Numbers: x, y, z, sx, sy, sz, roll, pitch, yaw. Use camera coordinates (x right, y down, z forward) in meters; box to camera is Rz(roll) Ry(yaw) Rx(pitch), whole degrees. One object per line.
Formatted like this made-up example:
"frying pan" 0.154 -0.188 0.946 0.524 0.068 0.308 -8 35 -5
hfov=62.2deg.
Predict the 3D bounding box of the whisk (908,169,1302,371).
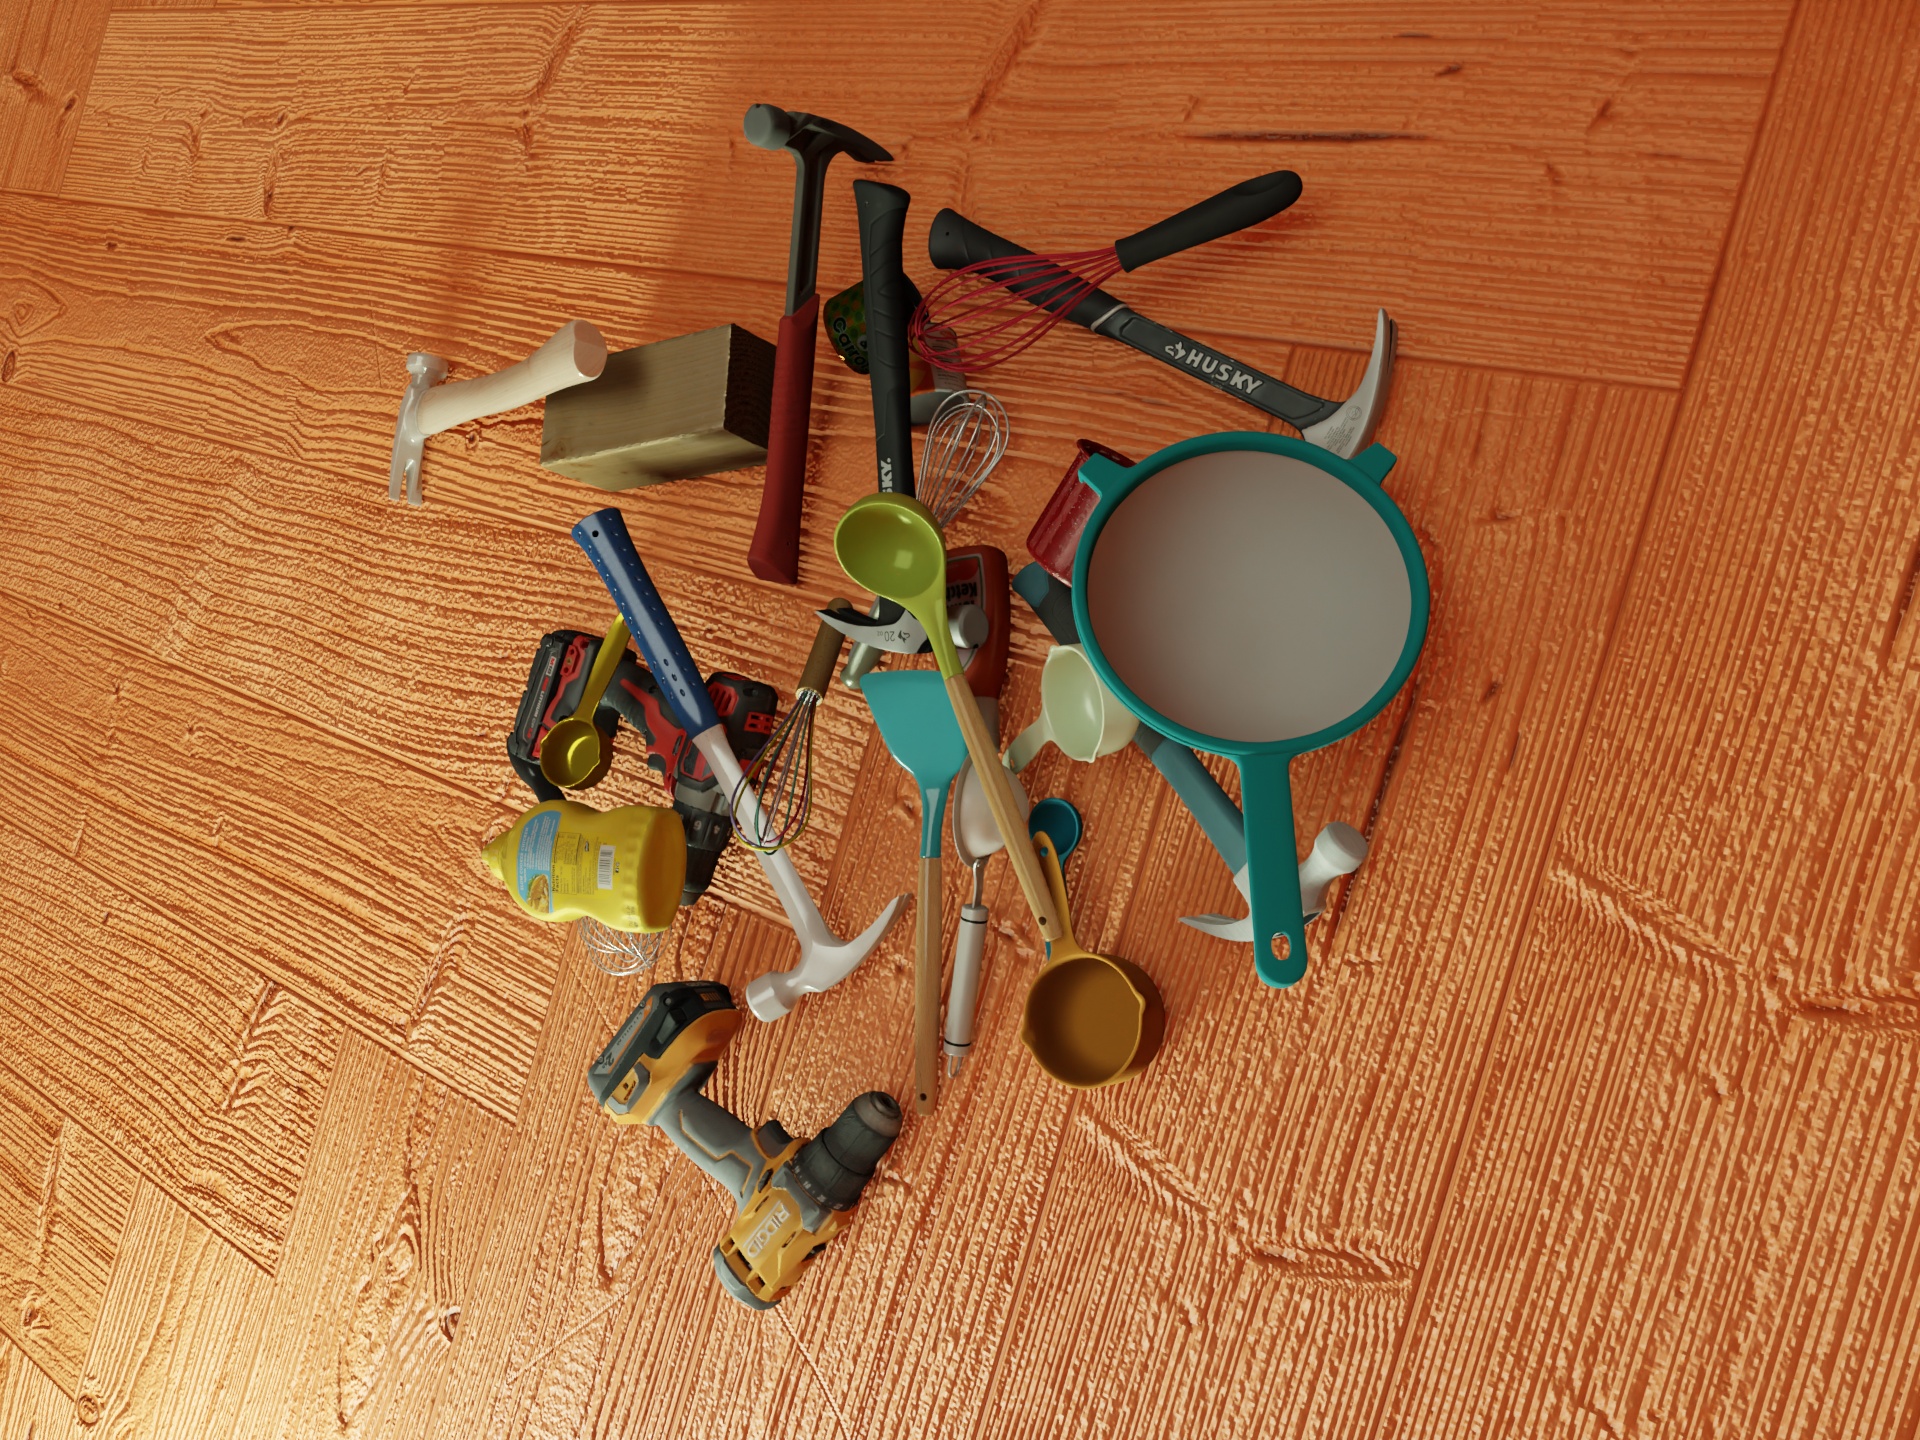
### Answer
"whisk" 0.094 -0.313 1.100 0.296 0.073 0.073 -17 73 23

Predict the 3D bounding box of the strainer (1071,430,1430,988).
"strainer" 0.175 -0.004 0.960 0.211 0.095 0.341 -2 72 2

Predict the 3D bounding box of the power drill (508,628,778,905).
"power drill" -0.261 0.032 1.298 0.227 0.080 0.188 19 93 31

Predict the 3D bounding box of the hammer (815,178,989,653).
"hammer" -0.052 -0.215 1.134 0.146 0.035 0.335 1 97 43

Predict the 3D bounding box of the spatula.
"spatula" -0.028 0.123 1.126 0.082 0.044 0.317 1 90 21

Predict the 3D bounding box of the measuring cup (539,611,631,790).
"measuring cup" -0.285 -0.018 1.268 0.062 0.029 0.156 16 79 27

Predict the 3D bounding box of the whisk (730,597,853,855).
"whisk" -0.113 0.000 1.165 0.047 0.051 0.245 -11 43 27

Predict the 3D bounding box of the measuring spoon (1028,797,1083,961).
"measuring spoon" 0.071 0.117 1.104 0.042 0.021 0.128 -2 89 37

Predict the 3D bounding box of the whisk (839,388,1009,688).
"whisk" -0.033 -0.133 1.195 0.059 0.058 0.246 26 103 -2

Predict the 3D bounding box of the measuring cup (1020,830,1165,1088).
"measuring cup" 0.083 0.159 1.065 0.095 0.052 0.174 -23 68 28

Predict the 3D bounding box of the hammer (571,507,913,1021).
"hammer" -0.182 0.016 1.203 0.144 0.035 0.406 -31 80 12

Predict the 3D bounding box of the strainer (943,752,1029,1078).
"strainer" 0.014 0.127 1.110 0.050 0.087 0.258 11 99 25

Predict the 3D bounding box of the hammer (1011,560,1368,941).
"hammer" 0.130 0.007 1.057 0.331 0.033 0.128 56 129 31

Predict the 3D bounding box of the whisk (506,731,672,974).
"whisk" -0.321 0.103 1.338 0.070 0.070 0.285 -50 55 16

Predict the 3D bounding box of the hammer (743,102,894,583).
"hammer" -0.124 -0.288 1.259 0.037 0.149 0.359 10 99 34

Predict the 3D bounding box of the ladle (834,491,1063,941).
"ladle" -0.002 -0.003 1.056 0.078 0.062 0.320 -27 80 33

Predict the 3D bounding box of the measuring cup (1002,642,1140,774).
"measuring cup" 0.072 0.003 1.079 0.167 0.038 0.083 -48 57 60

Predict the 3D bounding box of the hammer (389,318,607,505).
"hammer" -0.415 -0.278 1.399 0.411 0.038 0.146 3 84 53

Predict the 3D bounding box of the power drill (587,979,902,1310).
"power drill" -0.157 0.291 1.182 0.226 0.084 0.185 45 106 26

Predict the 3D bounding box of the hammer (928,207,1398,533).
"hammer" 0.123 -0.283 1.126 0.409 0.036 0.149 36 101 32
